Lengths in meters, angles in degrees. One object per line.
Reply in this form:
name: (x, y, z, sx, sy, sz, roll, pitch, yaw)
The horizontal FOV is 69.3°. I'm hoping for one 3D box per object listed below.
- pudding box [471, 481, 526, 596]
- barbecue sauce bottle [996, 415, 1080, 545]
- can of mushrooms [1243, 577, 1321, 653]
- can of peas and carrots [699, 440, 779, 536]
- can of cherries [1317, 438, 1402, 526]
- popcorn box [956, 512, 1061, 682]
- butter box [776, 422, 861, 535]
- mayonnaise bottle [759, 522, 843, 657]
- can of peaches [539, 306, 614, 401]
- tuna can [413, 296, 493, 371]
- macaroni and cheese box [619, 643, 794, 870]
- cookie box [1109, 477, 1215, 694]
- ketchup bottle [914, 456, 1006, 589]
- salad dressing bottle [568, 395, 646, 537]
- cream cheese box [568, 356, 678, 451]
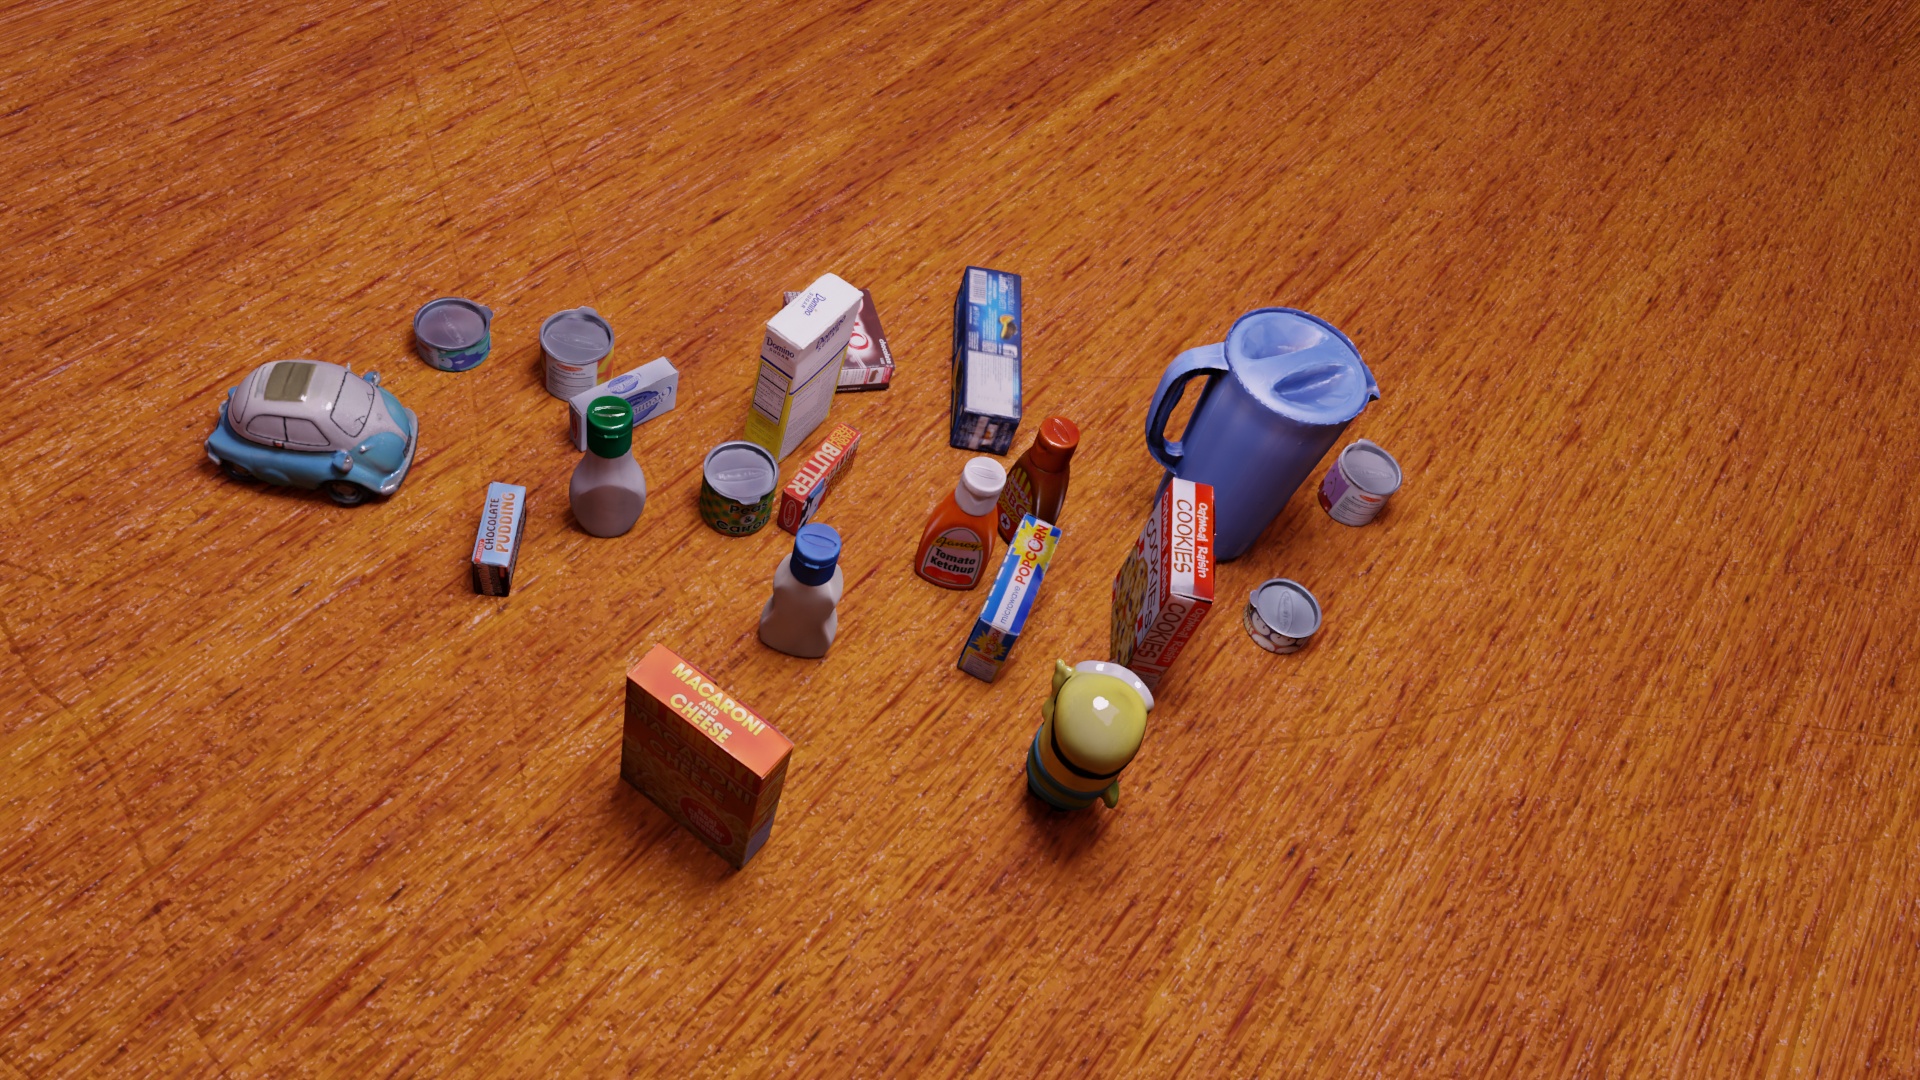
pudding box: (-0.383, -0.002, 1.155, 0.030, 0.049, 0.084, 8, 54, -11)
barbecue sauce bottle: (0.071, -0.053, 1.259, 0.044, 0.147, 0.065, -17, 62, -26)
can of mushrooms: (0.300, 0.070, 1.306, 0.071, 0.033, 0.071, 8, 53, -10)
can of peas and carrots: (-0.196, -0.044, 1.233, 0.071, 0.058, 0.071, 8, 54, -10)
can of cherries: (0.406, -0.059, 1.414, 0.071, 0.058, 0.072, 8, 54, -10)
popcorn box: (0.043, 0.051, 1.216, 0.038, 0.084, 0.127, 24, 52, 2)
butter box: (-0.129, -0.057, 1.265, 0.024, 0.052, 0.104, 30, 53, 7)
mayonnaise bottle: (-0.126, 0.042, 1.135, 0.065, 0.147, 0.041, 15, 53, -5)
can of peaches: (-0.353, -0.171, 1.281, 0.071, 0.057, 0.071, 8, 54, -10)
tuna can: (-0.465, -0.190, 1.279, 0.071, 0.032, 0.071, 8, 53, -10)
macaroni and cheese box: (-0.190, 0.161, 1.019, 0.124, 0.165, 0.040, 35, 54, 10)
cookie box: (0.174, 0.044, 1.206, 0.040, 0.166, 0.123, 12, 53, -7)
ketchup bottle: (0.004, -0.015, 1.212, 0.065, 0.148, 0.044, 15, 53, -5)
salad dressing bottle: (-0.294, -0.061, 1.161, 0.064, 0.146, 0.044, -2, 56, -17)
cream cheese box: (-0.307, -0.124, 1.263, 0.104, 0.053, 0.024, -32, 69, -32)
